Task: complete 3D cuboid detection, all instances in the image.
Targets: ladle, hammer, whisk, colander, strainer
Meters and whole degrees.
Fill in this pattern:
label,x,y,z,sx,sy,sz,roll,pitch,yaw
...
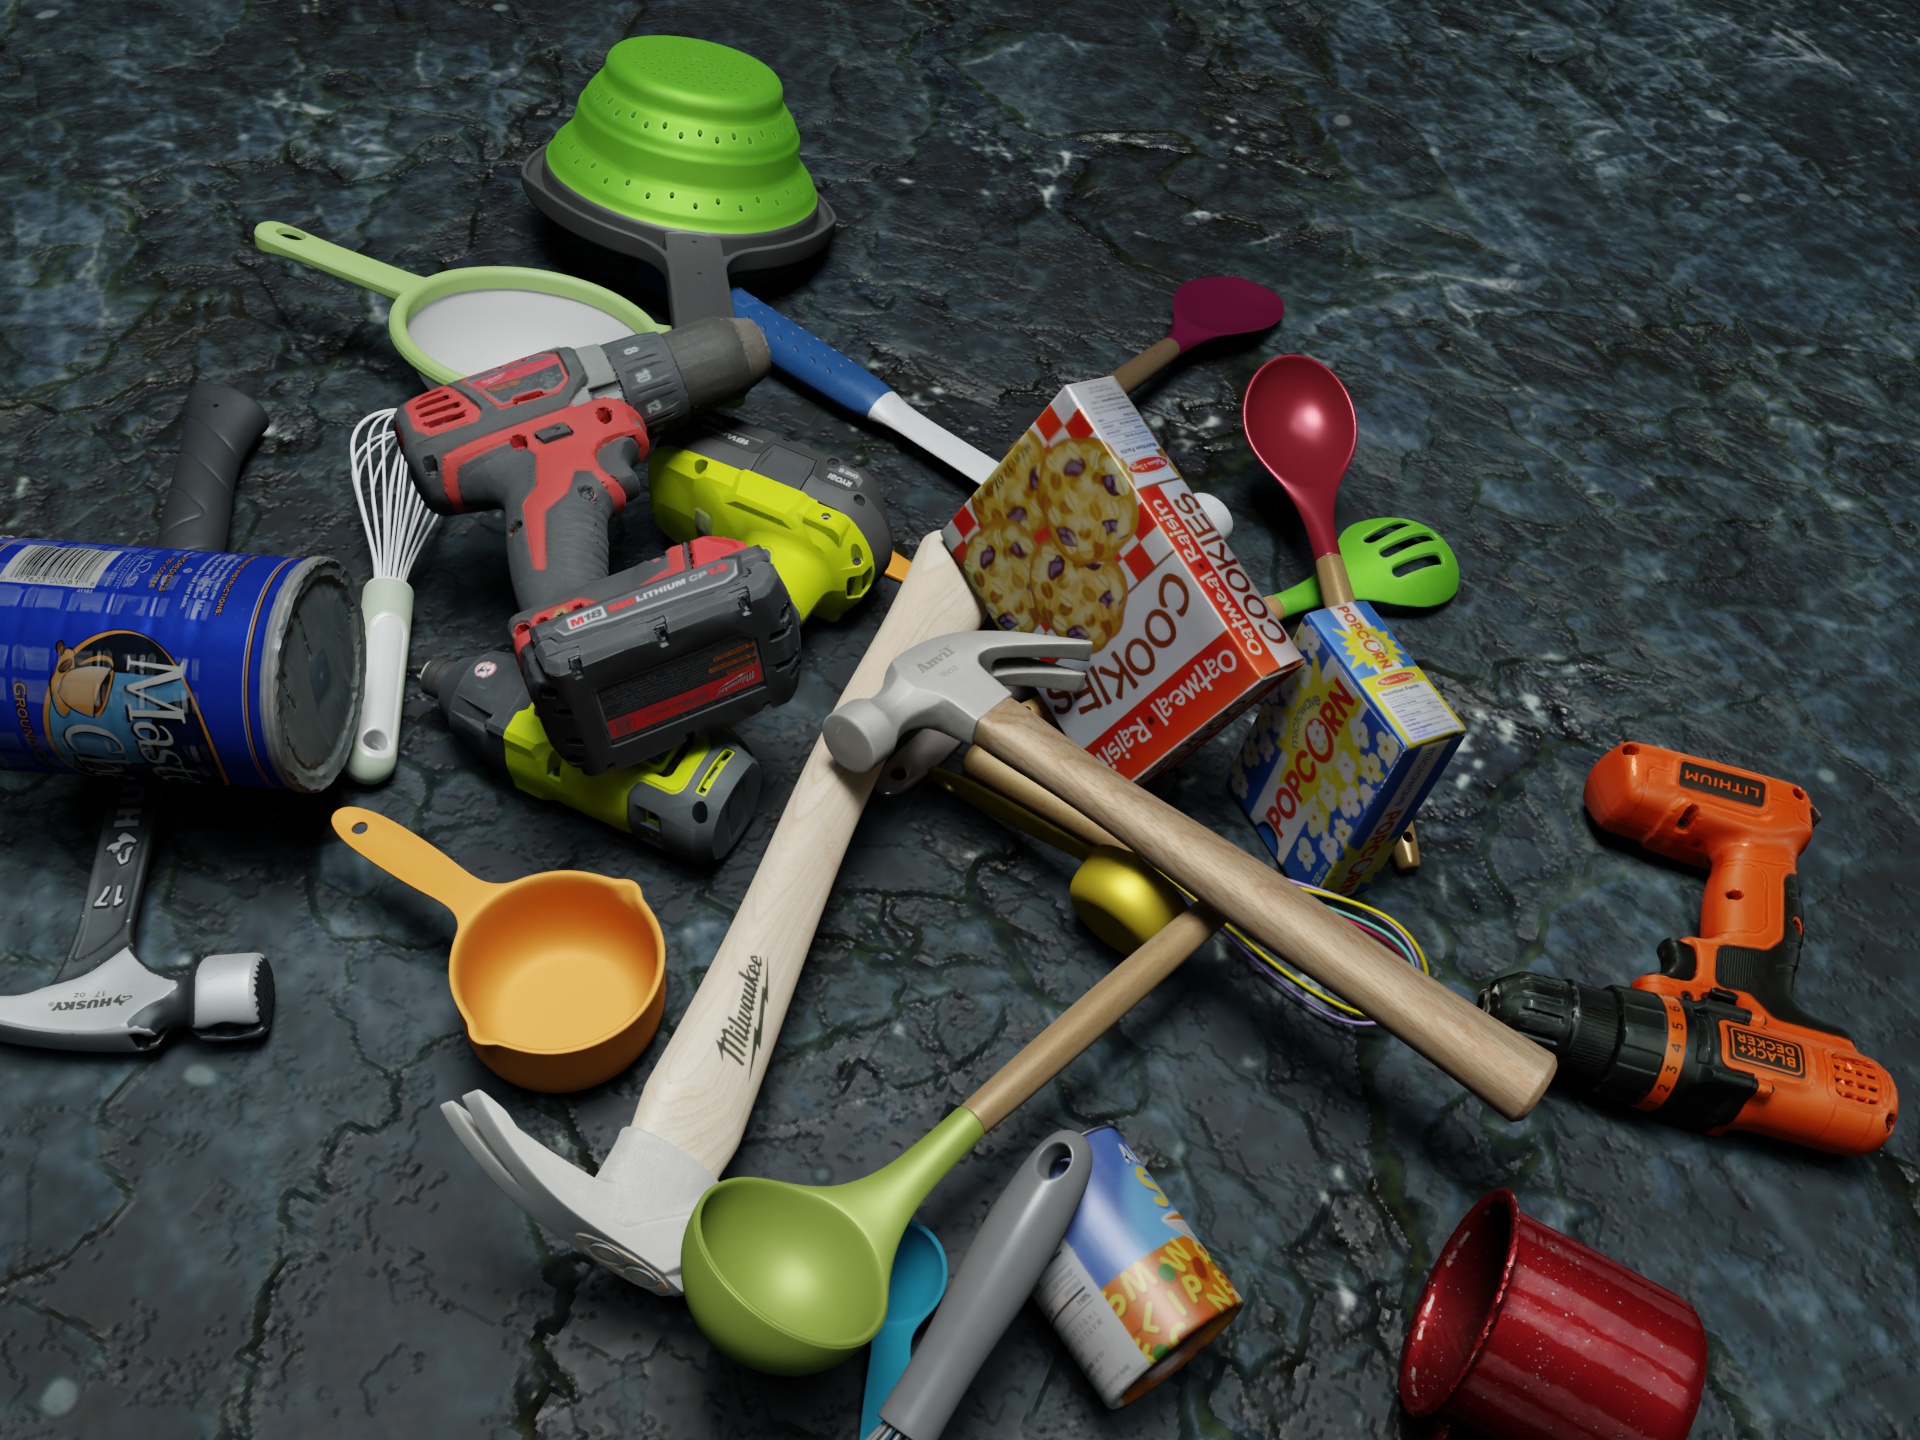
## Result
label,x,y,z,sx,sy,sz,roll,pitch,yaw
ladle,0.025,0.137,0.631,0.320,0.062,0.078,-34,62,-32
hammer,0.105,0.060,0.693,0.331,0.031,0.130,34,46,19
hammer,-0.073,0.048,0.711,0.146,0.038,0.411,42,45,-21
ladle,0.207,-0.065,0.861,0.069,0.031,0.316,-2,63,-9
whisk,0.109,0.068,0.760,0.245,0.047,0.051,28,54,19
colander,-0.159,-0.322,0.961,0.204,0.094,0.398,2,40,-17
hammer,-0.043,-0.180,0.947,0.406,0.035,0.144,35,55,20
whisk,-0.293,-0.073,0.820,0.057,0.059,0.247,16,49,-31
strainer,-0.293,-0.214,0.912,0.256,0.069,0.151,23,39,9
hammer,-0.391,-0.024,0.773,0.149,0.036,0.409,-3,51,-9
whisk,-0.021,0.247,0.558,0.055,0.055,0.239,29,69,16

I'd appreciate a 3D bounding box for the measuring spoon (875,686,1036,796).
label,x,y,z,sx,sy,sz,roll,pitch,yaw
measuring spoon,-0.001,-0.003,0.817,0.034,0.018,0.124,34,55,19

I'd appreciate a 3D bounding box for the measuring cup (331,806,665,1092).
label,x,y,z,sx,sy,sz,roll,pitch,yaw
measuring cup,-0.204,0.094,0.690,0.174,0.052,0.095,29,53,18

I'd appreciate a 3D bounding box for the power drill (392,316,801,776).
label,x,y,z,sx,sy,sz,roll,pitch,yaw
power drill,-0.149,-0.101,0.749,0.188,0.080,0.227,-23,55,-14

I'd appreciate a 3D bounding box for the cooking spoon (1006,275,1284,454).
label,x,y,z,sx,sy,sz,roll,pitch,yaw
cooking spoon,0.118,-0.222,0.989,0.069,0.017,0.319,31,44,18

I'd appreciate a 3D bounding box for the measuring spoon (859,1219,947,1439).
label,x,y,z,sx,sy,sz,roll,pitch,yaw
measuring spoon,-0.028,0.257,0.606,0.042,0.021,0.129,5,59,-5

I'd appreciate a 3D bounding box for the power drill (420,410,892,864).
label,x,y,z,sx,sy,sz,roll,pitch,yaw
power drill,-0.146,-0.050,0.801,0.171,0.080,0.223,23,55,11

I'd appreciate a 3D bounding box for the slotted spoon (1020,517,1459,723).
label,x,y,z,sx,sy,sz,roll,pitch,yaw
slotted spoon,0.155,-0.052,0.875,0.313,0.031,0.070,-23,60,-22

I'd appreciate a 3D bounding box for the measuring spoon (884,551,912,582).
label,x,y,z,sx,sy,sz,roll,pitch,yaw
measuring spoon,-0.048,-0.096,0.891,0.117,0.011,0.021,29,53,16

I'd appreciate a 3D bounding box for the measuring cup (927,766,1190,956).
label,x,y,z,sx,sy,sz,roll,pitch,yaw
measuring cup,0.038,0.065,0.754,0.157,0.062,0.029,28,66,29
